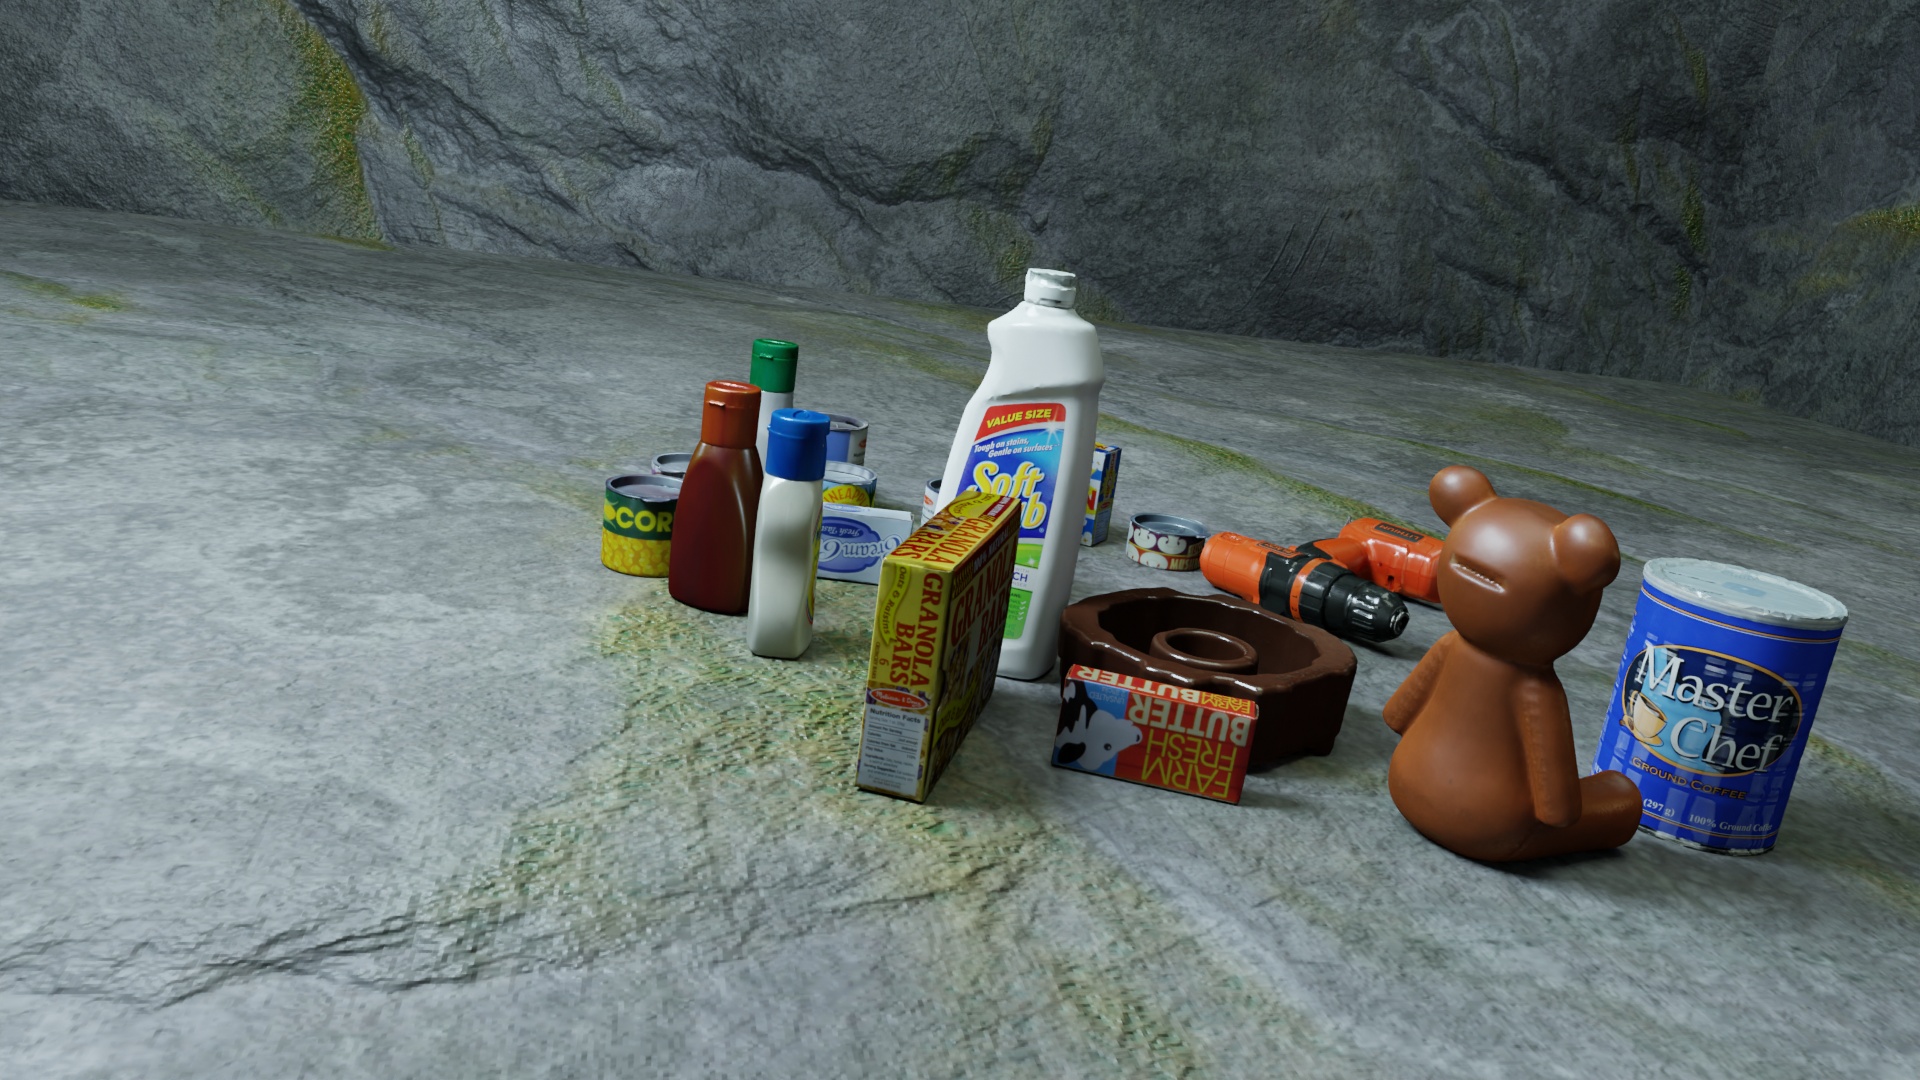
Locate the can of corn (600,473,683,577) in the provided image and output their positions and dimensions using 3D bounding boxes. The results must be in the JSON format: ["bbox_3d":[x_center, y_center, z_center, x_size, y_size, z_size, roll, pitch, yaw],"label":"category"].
[{"bbox_3d":[-0.219,-0.010,0.983,0.071,0.058,0.071,7,15,-2],"label":"can of corn"}]

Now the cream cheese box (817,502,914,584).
[{"bbox_3d":[-0.088,0.001,1.015,0.104,0.053,0.024,7,15,-4],"label":"cream cheese box"}]

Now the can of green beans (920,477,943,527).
[{"bbox_3d":[0.002,-0.014,1.105,0.071,0.057,0.071,7,15,-2],"label":"can of green beans"}]

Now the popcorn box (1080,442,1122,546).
[{"bbox_3d":[0.071,-0.052,1.221,0.127,0.085,0.038,15,17,24],"label":"popcorn box"}]

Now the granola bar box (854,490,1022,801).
[{"bbox_3d":[-0.008,0.050,0.752,0.039,0.123,0.166,11,16,11],"label":"granola bar box"}]

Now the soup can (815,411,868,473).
[{"bbox_3d":[-0.117,-0.062,1.166,0.071,0.083,0.071,7,15,-2],"label":"soup can"}]

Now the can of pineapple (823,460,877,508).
[{"bbox_3d":[-0.101,-0.027,1.102,0.071,0.057,0.071,7,15,-2],"label":"can of pineapple"}]

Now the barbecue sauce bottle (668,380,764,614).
[{"bbox_3d":[-0.156,-0.029,0.914,0.065,0.148,0.044,14,16,22],"label":"barbecue sauce bottle"}]

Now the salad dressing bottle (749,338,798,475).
[{"bbox_3d":[-0.155,-0.087,1.120,0.064,0.147,0.044,12,16,13],"label":"salad dressing bottle"}]

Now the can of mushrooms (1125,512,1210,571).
[{"bbox_3d":[0.177,0.001,1.180,0.071,0.033,0.071,7,16,-2],"label":"can of mushrooms"}]

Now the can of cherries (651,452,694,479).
[{"bbox_3d":[-0.207,-0.032,1.065,0.071,0.058,0.072,7,15,-2],"label":"can of cherries"}]

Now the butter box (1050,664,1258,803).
[{"bbox_3d":[0.104,0.104,0.748,0.103,0.053,0.024,11,15,10],"label":"butter box"}]

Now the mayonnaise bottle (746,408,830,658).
[{"bbox_3d":[-0.105,-0.006,0.856,0.041,0.147,0.065,7,15,-3],"label":"mayonnaise bottle"}]
